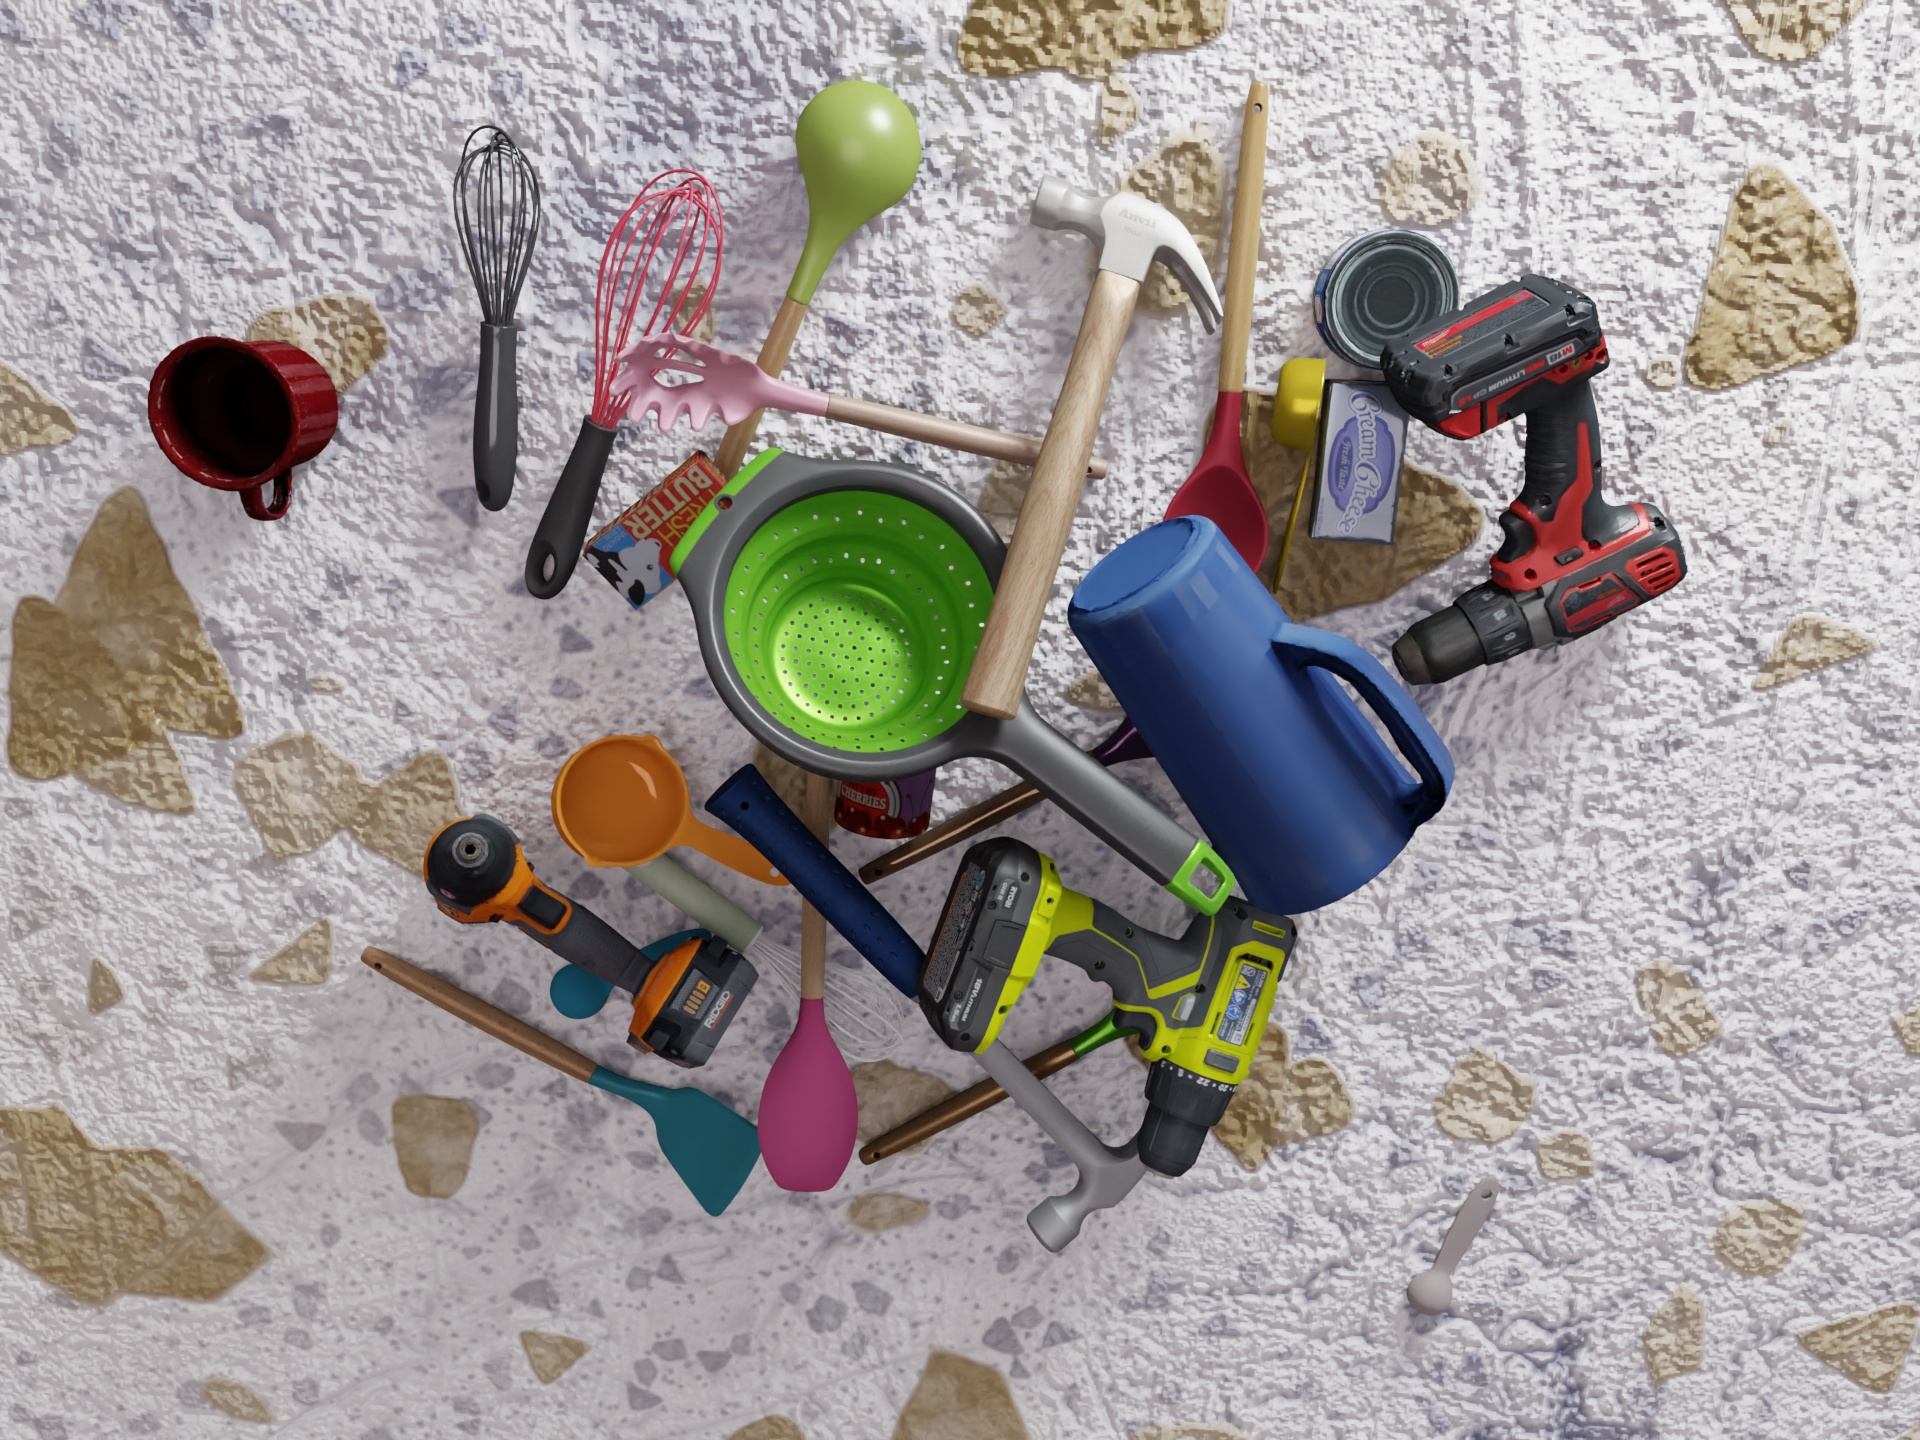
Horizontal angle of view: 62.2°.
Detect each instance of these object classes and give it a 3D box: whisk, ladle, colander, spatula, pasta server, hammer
[{"bbox_3d":[-0.220,-0.205,1.006,0.073,0.073,0.295,24,111,-6],"label":"whisk"},{"bbox_3d":[0.171,-0.234,1.002,0.069,0.031,0.315,4,104,2],"label":"ladle"},{"bbox_3d":[-0.002,-0.003,1.005,0.397,0.094,0.204,38,71,0],"label":"colander"},{"bbox_3d":[-0.290,0.246,1.144,0.317,0.044,0.082,30,108,-6],"label":"spatula"},{"bbox_3d":[-0.057,-0.186,0.990,0.316,0.040,0.060,11,124,-13],"label":"pasta server"},{"bbox_3d":[0.066,-0.160,0.962,0.130,0.031,0.331,17,84,-1],"label":"hammer"},{"bbox_3d":[-0.294,-0.248,1.002,0.055,0.055,0.238,7,111,-1],"label":"whisk"},{"bbox_3d":[-0.013,0.183,1.078,0.144,0.035,0.405,-42,103,2],"label":"hammer"},{"bbox_3d":[0.069,0.036,1.087,0.316,0.018,0.059,-28,103,8],"label":"spatula"},{"bbox_3d":[-0.114,-0.244,1.005,0.078,0.062,0.320,20,113,-17],"label":"ladle"},{"bbox_3d":[-0.140,0.158,1.117,0.246,0.059,0.058,37,65,-5],"label":"whisk"}]

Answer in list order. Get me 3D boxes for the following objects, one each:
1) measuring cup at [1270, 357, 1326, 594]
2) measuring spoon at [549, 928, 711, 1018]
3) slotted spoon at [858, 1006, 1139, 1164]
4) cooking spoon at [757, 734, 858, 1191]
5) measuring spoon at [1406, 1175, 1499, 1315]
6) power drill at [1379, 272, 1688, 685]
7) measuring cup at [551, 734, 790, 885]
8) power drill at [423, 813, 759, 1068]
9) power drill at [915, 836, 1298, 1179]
[{"bbox_3d":[0.206,-0.155,1.017,0.029,0.062,0.156,11,117,9],"label":"measuring cup"},{"bbox_3d":[-0.236,0.180,1.134,0.128,0.021,0.042,-24,104,8],"label":"measuring spoon"},{"bbox_3d":[0.059,0.245,1.144,0.314,0.031,0.070,-30,103,11],"label":"slotted spoon"},{"bbox_3d":[-0.101,0.163,1.085,0.068,0.017,0.319,2,90,-2],"label":"cooking spoon"},{"bbox_3d":[0.370,0.393,1.183,0.034,0.018,0.124,21,105,-4],"label":"measuring spoon"},{"bbox_3d":[0.333,-0.136,0.986,0.188,0.080,0.226,-26,118,8],"label":"power drill"},{"bbox_3d":[-0.196,0.073,1.084,0.173,0.052,0.095,28,76,-20],"label":"measuring cup"},{"bbox_3d":[-0.249,0.140,1.046,0.226,0.164,0.084,33,71,-5],"label":"power drill"},{"bbox_3d":[0.093,0.186,1.042,0.228,0.080,0.190,21,90,-16],"label":"power drill"}]
